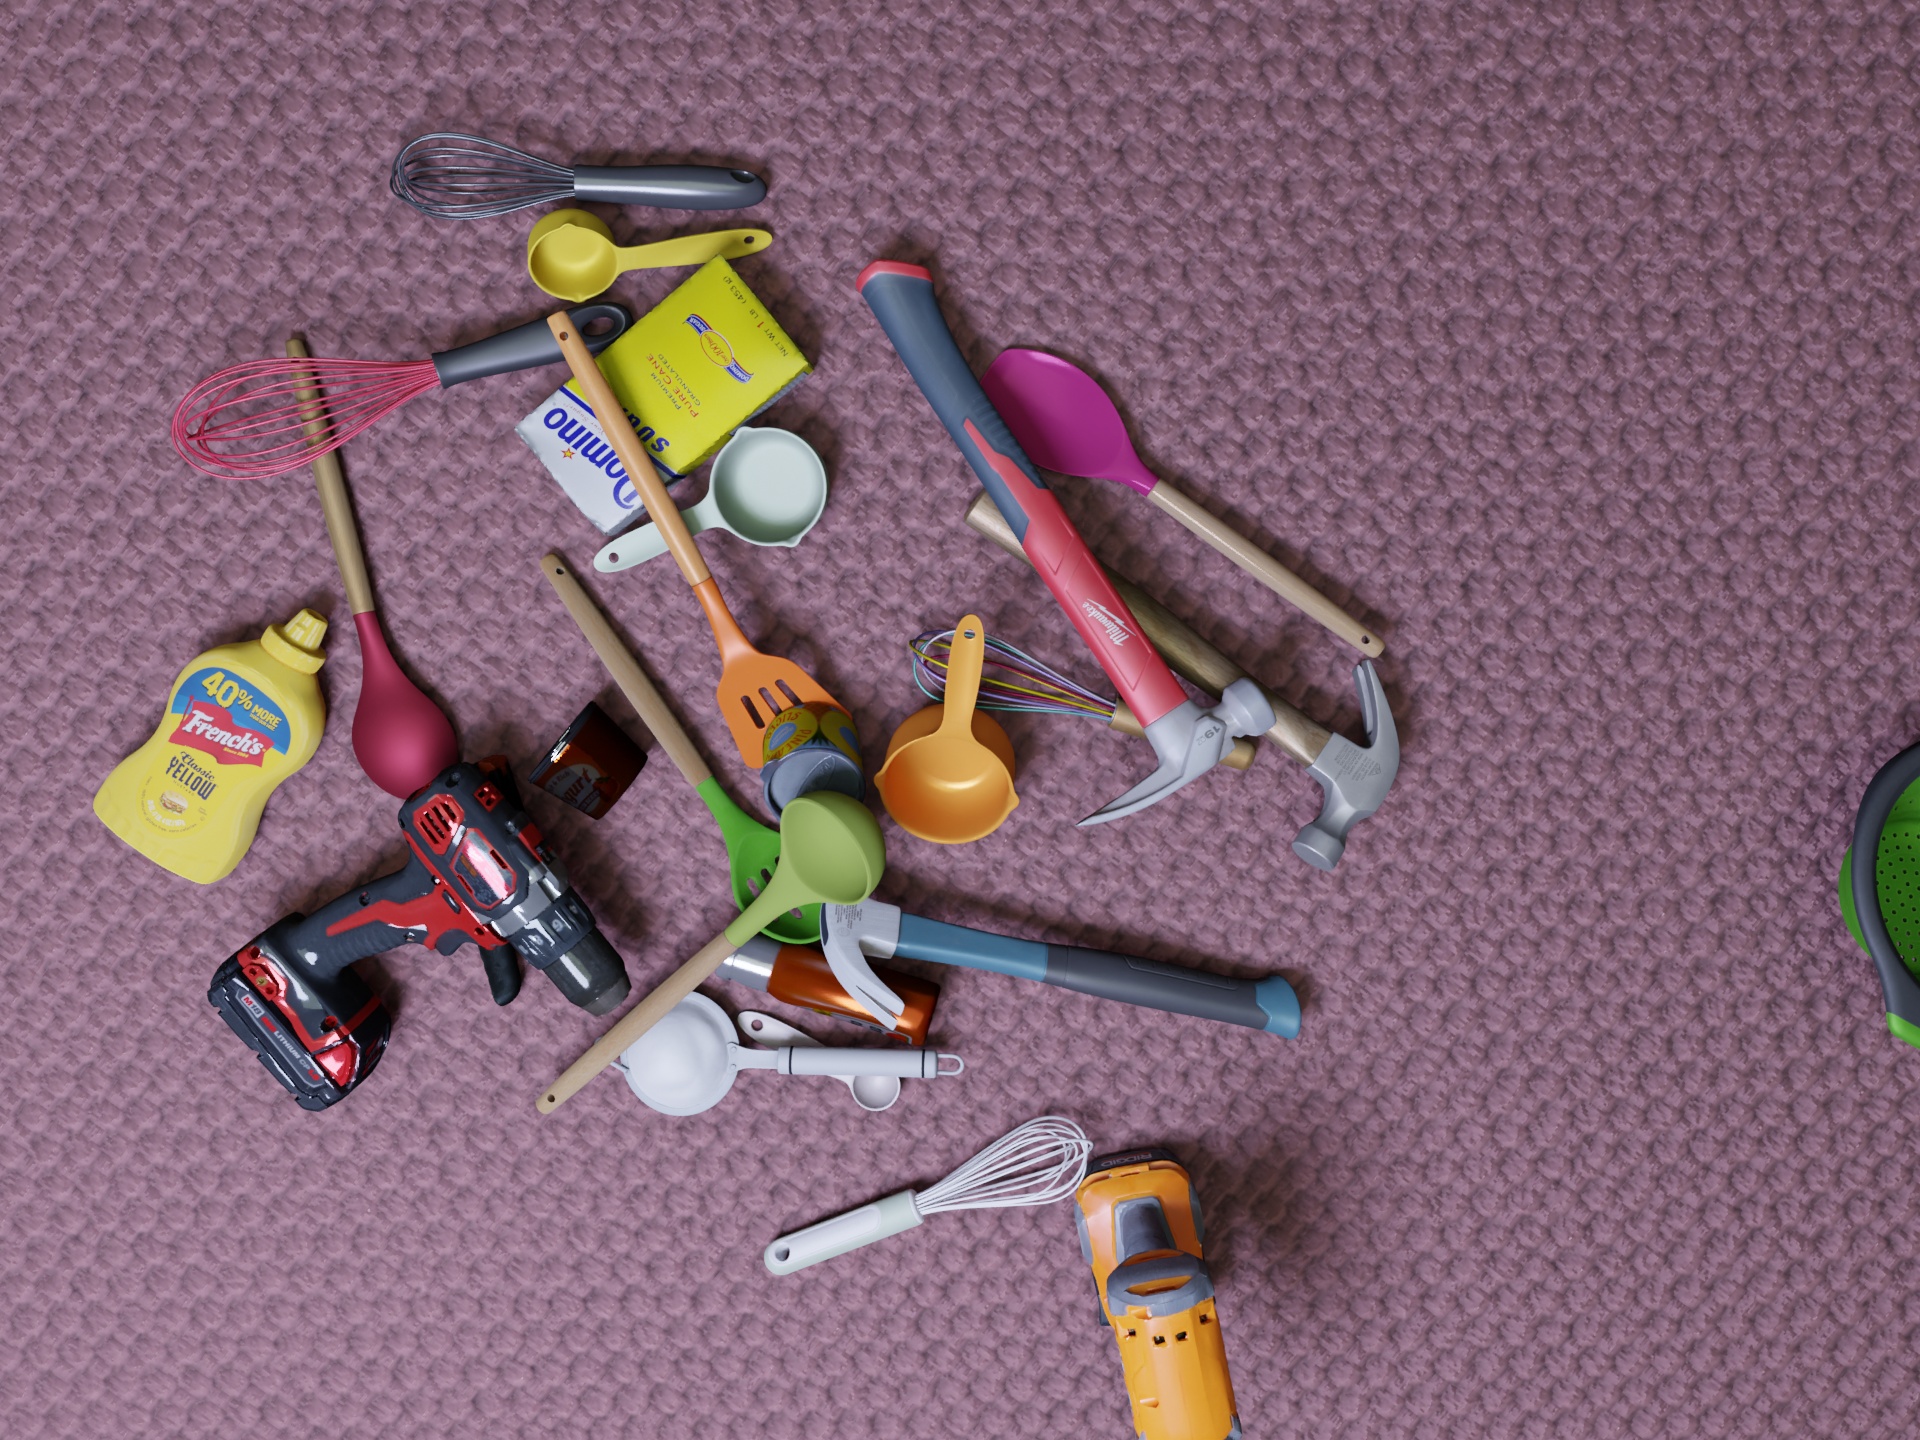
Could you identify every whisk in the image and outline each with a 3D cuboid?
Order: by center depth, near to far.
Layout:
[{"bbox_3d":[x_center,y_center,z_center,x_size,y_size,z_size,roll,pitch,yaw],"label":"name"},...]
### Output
[{"bbox_3d":[-0.353,-0.219,1.016,0.296,0.073,0.073,-18,97,-9],"label":"whisk"},{"bbox_3d":[-0.244,-0.346,1.020,0.239,0.055,0.055,1,97,-5],"label":"whisk"},{"bbox_3d":[0.081,-0.010,1.057,0.245,0.047,0.051,18,78,-6],"label":"whisk"},{"bbox_3d":[-0.024,0.333,1.099,0.246,0.059,0.058,-22,58,7],"label":"whisk"}]

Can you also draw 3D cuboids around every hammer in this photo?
[{"bbox_3d":[0.035,-0.121,1.013,0.143,0.038,0.386,-33,86,-1],"label":"hammer"},{"bbox_3d":[0.145,-0.050,1.046,0.331,0.031,0.130,37,76,1],"label":"hammer"},{"bbox_3d":[0.069,0.162,1.061,0.331,0.128,0.033,12,139,-8],"label":"hammer"}]

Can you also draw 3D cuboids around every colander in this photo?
[{"bbox_3d":[0.677,0.037,1.050,0.204,0.094,0.397,22,78,-2],"label":"colander"}]

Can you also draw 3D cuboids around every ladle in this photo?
[{"bbox_3d":[-0.171,0.160,1.031,0.320,0.062,0.078,-42,84,14],"label":"ladle"},{"bbox_3d":[-0.401,-0.097,1.057,0.069,0.031,0.315,-13,95,2],"label":"ladle"}]

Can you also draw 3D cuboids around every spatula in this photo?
[{"bbox_3d":[-0.177,-0.113,1.023,0.081,0.041,0.322,-25,104,9],"label":"spatula"}]

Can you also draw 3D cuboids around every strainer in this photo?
[{"bbox_3d":[-0.127,0.229,1.079,0.258,0.050,0.087,1,90,2],"label":"strainer"}]

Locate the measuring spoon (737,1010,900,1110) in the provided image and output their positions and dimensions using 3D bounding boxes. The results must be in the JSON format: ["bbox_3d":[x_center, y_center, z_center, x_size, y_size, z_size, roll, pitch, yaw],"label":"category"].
[{"bbox_3d":[-0.098,0.232,1.104,0.124,0.018,0.034,26,92,4],"label":"measuring spoon"}]

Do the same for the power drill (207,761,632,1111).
[{"bbox_3d":[-0.344,0.158,1.032,0.226,0.080,0.188,-36,100,9],"label":"power drill"}]

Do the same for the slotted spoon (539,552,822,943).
[{"bbox_3d":[-0.186,0.019,1.068,0.070,0.031,0.314,-37,93,-30],"label":"slotted spoon"}]

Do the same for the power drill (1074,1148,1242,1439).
[{"bbox_3d":[0.129,0.386,1.012,0.084,0.226,0.164,-11,97,2],"label":"power drill"}]

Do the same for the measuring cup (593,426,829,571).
[{"bbox_3d":[-0.164,-0.137,1.048,0.167,0.038,0.083,-23,99,10],"label":"measuring cup"}]

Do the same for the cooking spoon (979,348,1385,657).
[{"bbox_3d":[0.148,-0.138,1.048,0.319,0.017,0.069,36,91,0],"label":"cooking spoon"}]

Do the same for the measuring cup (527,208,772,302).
[{"bbox_3d":[-0.201,-0.309,1.028,0.156,0.062,0.029,-11,56,-12],"label":"measuring cup"}]

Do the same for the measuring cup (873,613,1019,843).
[{"bbox_3d":[-0.002,-0.003,1.025,0.095,0.052,0.173,9,122,0],"label":"measuring cup"}]
